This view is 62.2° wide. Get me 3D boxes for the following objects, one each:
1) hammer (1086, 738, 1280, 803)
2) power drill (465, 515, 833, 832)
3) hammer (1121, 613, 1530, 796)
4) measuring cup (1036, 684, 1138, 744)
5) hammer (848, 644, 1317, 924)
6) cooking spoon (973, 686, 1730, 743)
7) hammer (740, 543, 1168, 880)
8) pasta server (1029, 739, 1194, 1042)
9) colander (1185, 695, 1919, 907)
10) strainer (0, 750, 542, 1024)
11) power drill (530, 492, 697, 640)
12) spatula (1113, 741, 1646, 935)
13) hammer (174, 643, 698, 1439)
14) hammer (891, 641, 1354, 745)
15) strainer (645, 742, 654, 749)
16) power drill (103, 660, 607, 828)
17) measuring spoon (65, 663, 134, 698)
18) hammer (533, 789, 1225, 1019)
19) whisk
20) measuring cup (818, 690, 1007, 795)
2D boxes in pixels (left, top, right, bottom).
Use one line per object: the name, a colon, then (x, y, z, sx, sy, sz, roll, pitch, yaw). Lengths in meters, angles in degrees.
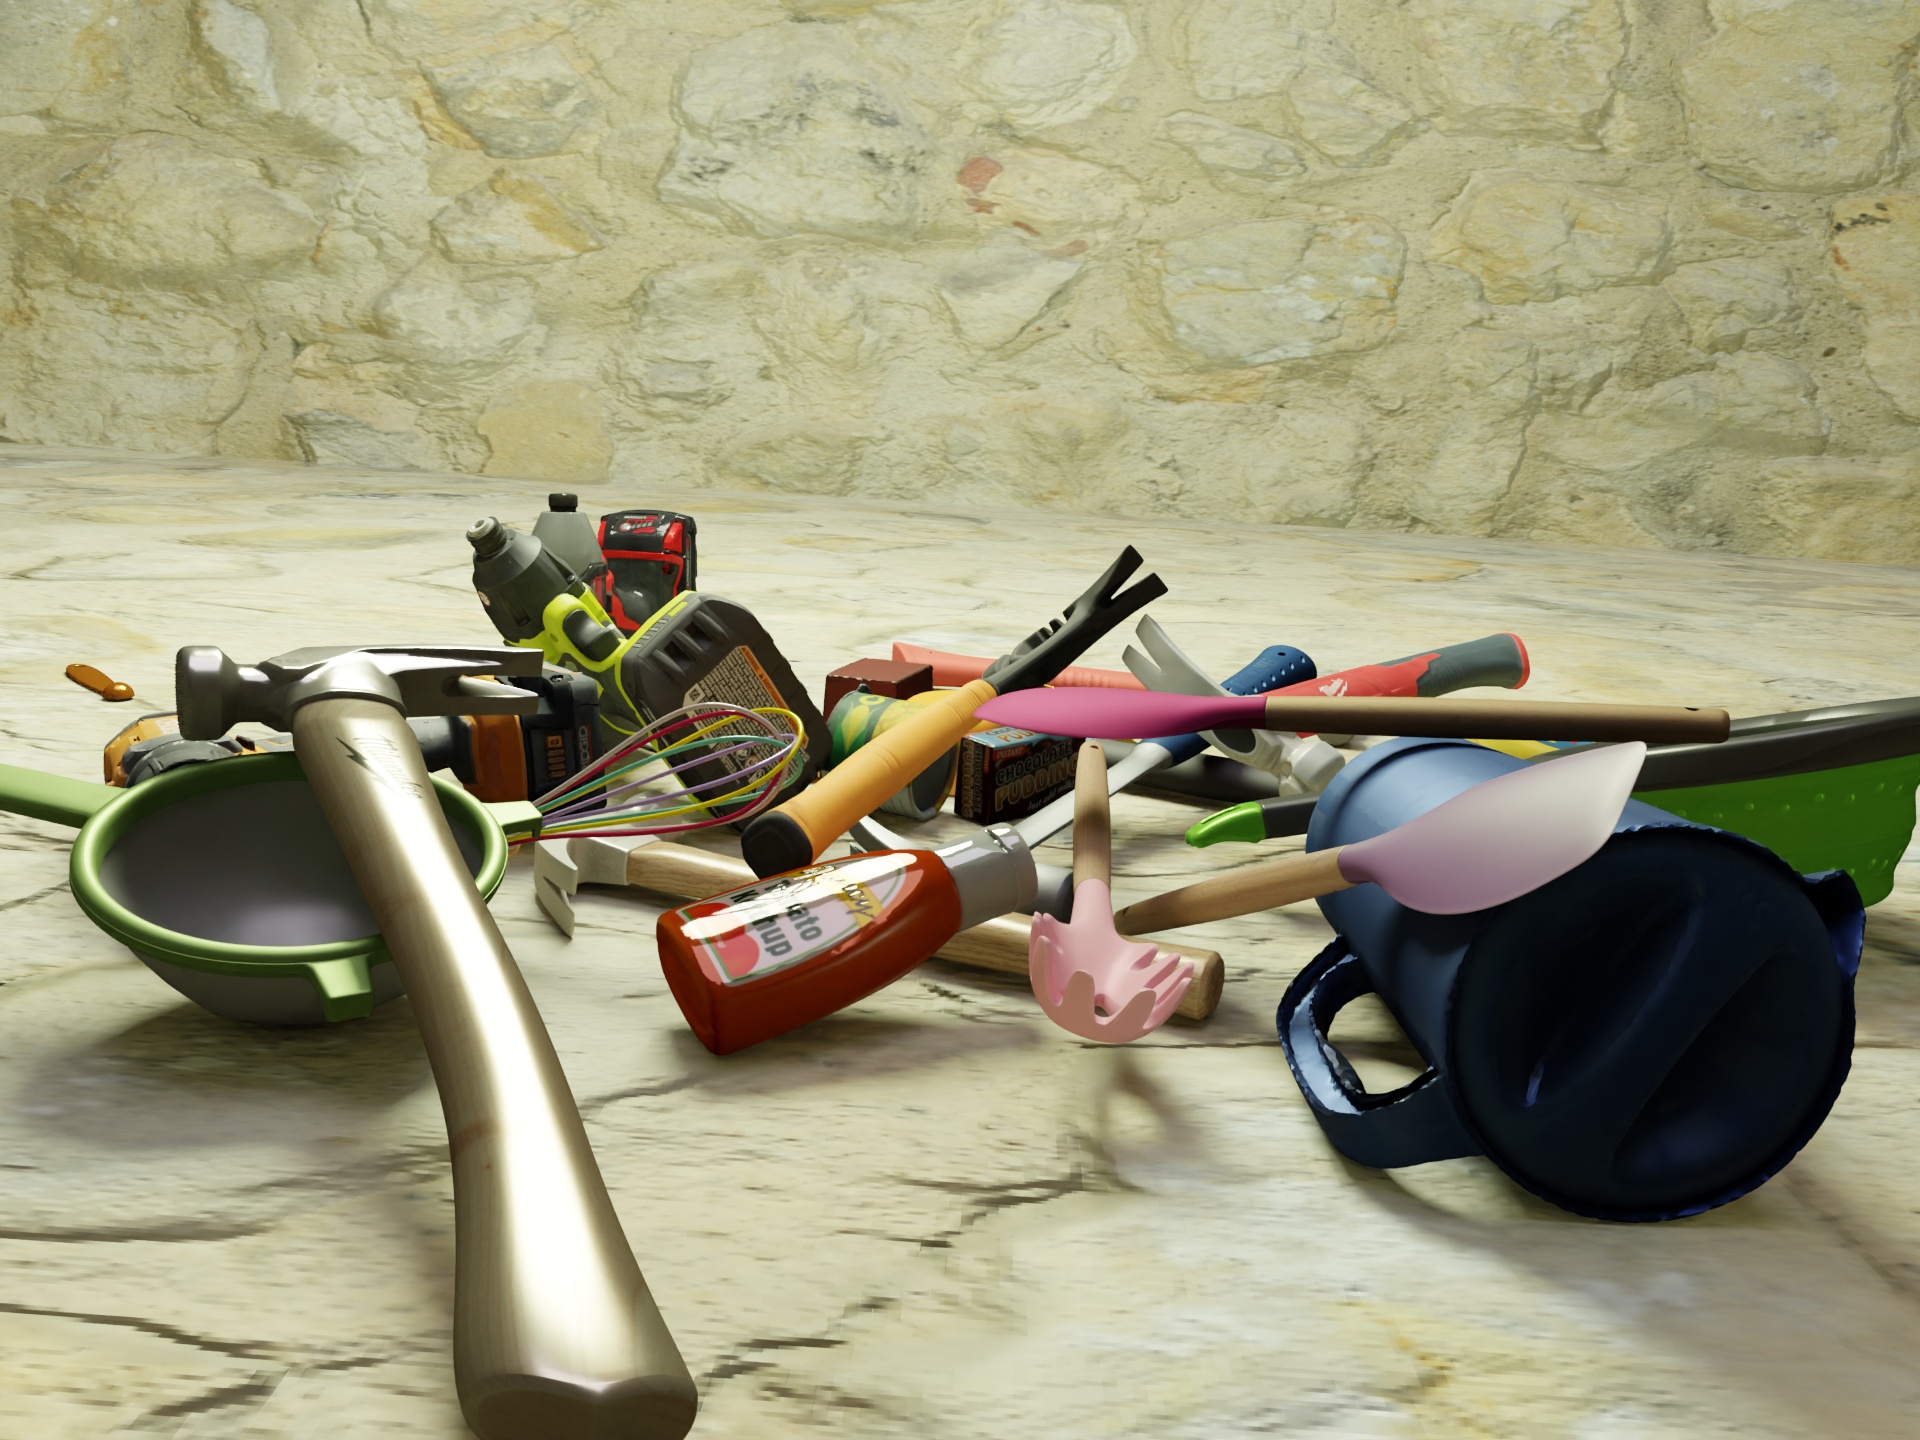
hammer: (0.204, 0.043, 0.957, 0.331, 0.033, 0.128, 10, 13, 25)
power drill: (-0.188, -0.031, 0.905, 0.223, 0.171, 0.080, 21, 60, 44)
hammer: (0.258, -0.031, 1.010, 0.143, 0.038, 0.386, 42, 32, 27)
measuring cup: (0.086, 0.015, 1.087, 0.062, 0.029, 0.157, -8, 29, -42)
hammer: (0.099, 0.022, 0.905, 0.144, 0.035, 0.405, 11, 22, 33)
cooking spoon: (0.160, -0.003, 0.694, 0.319, 0.017, 0.069, 2, 15, 19)
hammer: (-0.001, -0.003, 0.796, 0.127, 0.034, 0.337, -40, -1, 33)
pasta server: (0.060, 0.058, 0.690, 0.060, 0.040, 0.316, 16, 18, -1)
colander: (0.314, 0.061, 0.791, 0.397, 0.094, 0.204, -9, -2, 0)
strainer: (-0.303, 0.063, 0.610, 0.256, 0.069, 0.151, 12, 24, 6)
power drill: (-0.279, -0.110, 1.250, 0.078, 0.143, 0.220, 3, 10, 9)
spatula: (0.133, 0.060, 0.600, 0.018, 0.060, 0.316, 38, -23, -9)
hammer: (-0.161, 0.071, 0.525, 0.146, 0.038, 0.411, -3, 28, -30)
hammer: (0.124, -0.028, 1.237, 0.359, 0.036, 0.149, 6, 13, 8)
strainer: (-0.235, -0.015, 1.072, 0.258, 0.050, 0.087, 4, 55, 26)
power drill: (-0.293, 0.024, 0.782, 0.226, 0.084, 0.185, -8, 11, -30)
measuring spoon: (-0.598, -0.030, 1.101, 0.021, 0.011, 0.117, -8, 17, -42)
hammer: (-0.047, 0.085, 0.711, 0.331, 0.031, 0.130, 9, 14, 23)
whisk: (-0.175, 0.040, 0.685, 0.245, 0.047, 0.051, -17, -23, 16)
measuring cup: (-0.039, 0.010, 0.985, 0.173, 0.052, 0.095, 3, 13, -14)
